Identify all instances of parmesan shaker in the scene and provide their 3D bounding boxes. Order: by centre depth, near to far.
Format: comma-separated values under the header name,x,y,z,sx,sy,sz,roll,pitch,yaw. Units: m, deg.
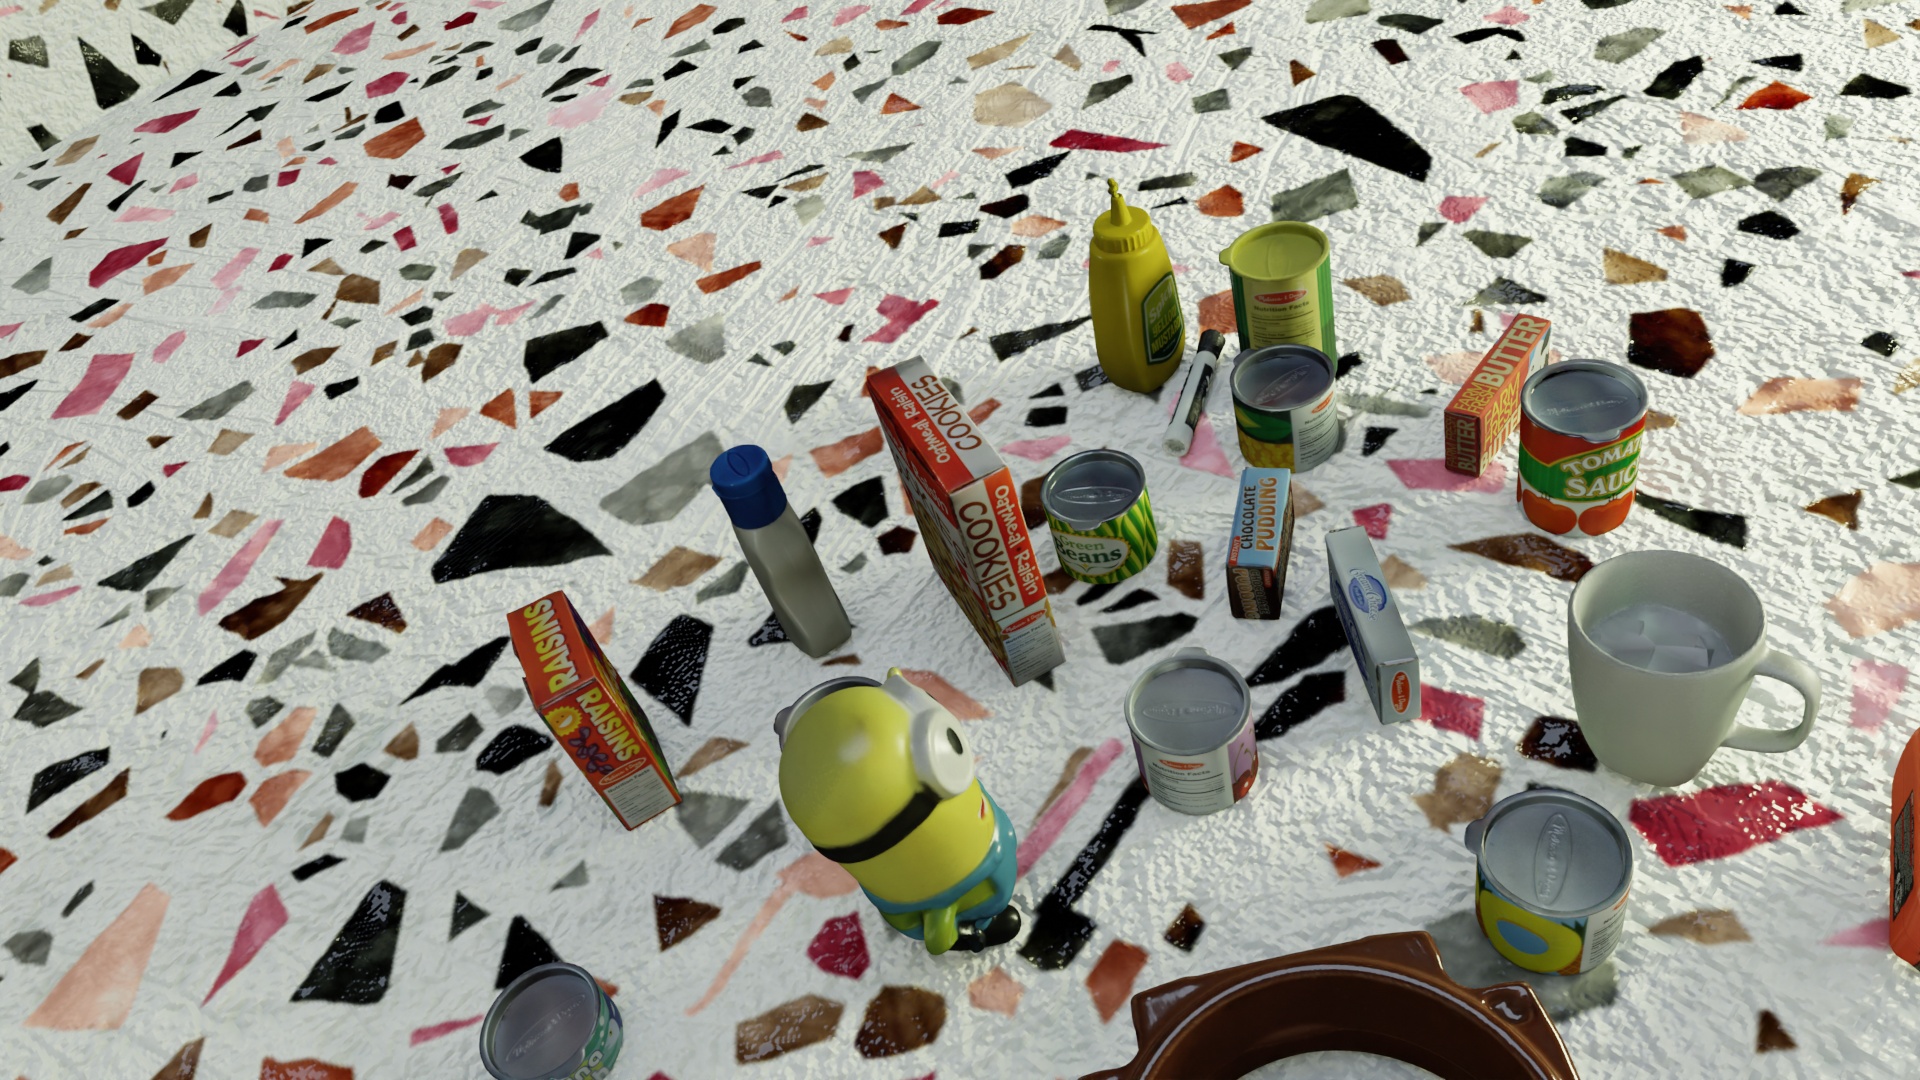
name,x,y,z,sx,sy,sz,roll,pitch,yaw
parmesan shaker,0.216,-0.154,0.941,0.071,0.102,0.072,-10,44,10

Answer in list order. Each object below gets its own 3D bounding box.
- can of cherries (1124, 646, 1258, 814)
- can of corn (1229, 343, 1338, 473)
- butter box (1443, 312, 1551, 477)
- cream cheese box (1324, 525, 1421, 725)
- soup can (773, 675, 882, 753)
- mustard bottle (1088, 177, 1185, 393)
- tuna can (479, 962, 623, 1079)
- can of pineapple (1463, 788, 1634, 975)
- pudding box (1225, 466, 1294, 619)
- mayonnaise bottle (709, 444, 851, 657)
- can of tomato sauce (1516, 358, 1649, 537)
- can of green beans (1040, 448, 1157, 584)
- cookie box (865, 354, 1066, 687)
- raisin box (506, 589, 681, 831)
name,x,y,z,sx,sy,sz,roll,pitch,yaw
can of cherries,0.126,0.102,0.746,0.071,0.058,0.072,-10,44,10
can of corn,0.210,-0.087,0.907,0.071,0.058,0.071,-10,44,10
butter box,0.338,-0.092,0.873,0.024,0.053,0.104,23,57,35
cream cheese box,0.228,0.046,0.772,0.024,0.053,0.104,-13,44,6
soup can,-0.057,0.125,0.766,0.071,0.083,0.072,-10,44,10
mustard bottle,0.117,-0.177,0.955,0.049,0.159,0.065,21,56,34
tuna can,-0.210,0.259,0.721,0.071,0.032,0.071,-10,44,10
can of pineapple,0.271,0.157,0.642,0.071,0.057,0.071,-10,44,10
pudding box,0.181,0.001,0.836,0.030,0.049,0.084,2,47,21
mayonnaise bottle,-0.112,0.006,0.858,0.041,0.147,0.065,-31,45,-13
can of tomato sauce,0.359,-0.051,0.804,0.071,0.082,0.071,-10,44,10
can of green beans,0.088,-0.015,0.877,0.071,0.057,0.071,-10,44,10
cookie box,0.003,-0.010,0.822,0.040,0.166,0.123,-27,44,-8
raisin box,-0.216,0.100,0.816,0.040,0.122,0.086,-28,44,-9
